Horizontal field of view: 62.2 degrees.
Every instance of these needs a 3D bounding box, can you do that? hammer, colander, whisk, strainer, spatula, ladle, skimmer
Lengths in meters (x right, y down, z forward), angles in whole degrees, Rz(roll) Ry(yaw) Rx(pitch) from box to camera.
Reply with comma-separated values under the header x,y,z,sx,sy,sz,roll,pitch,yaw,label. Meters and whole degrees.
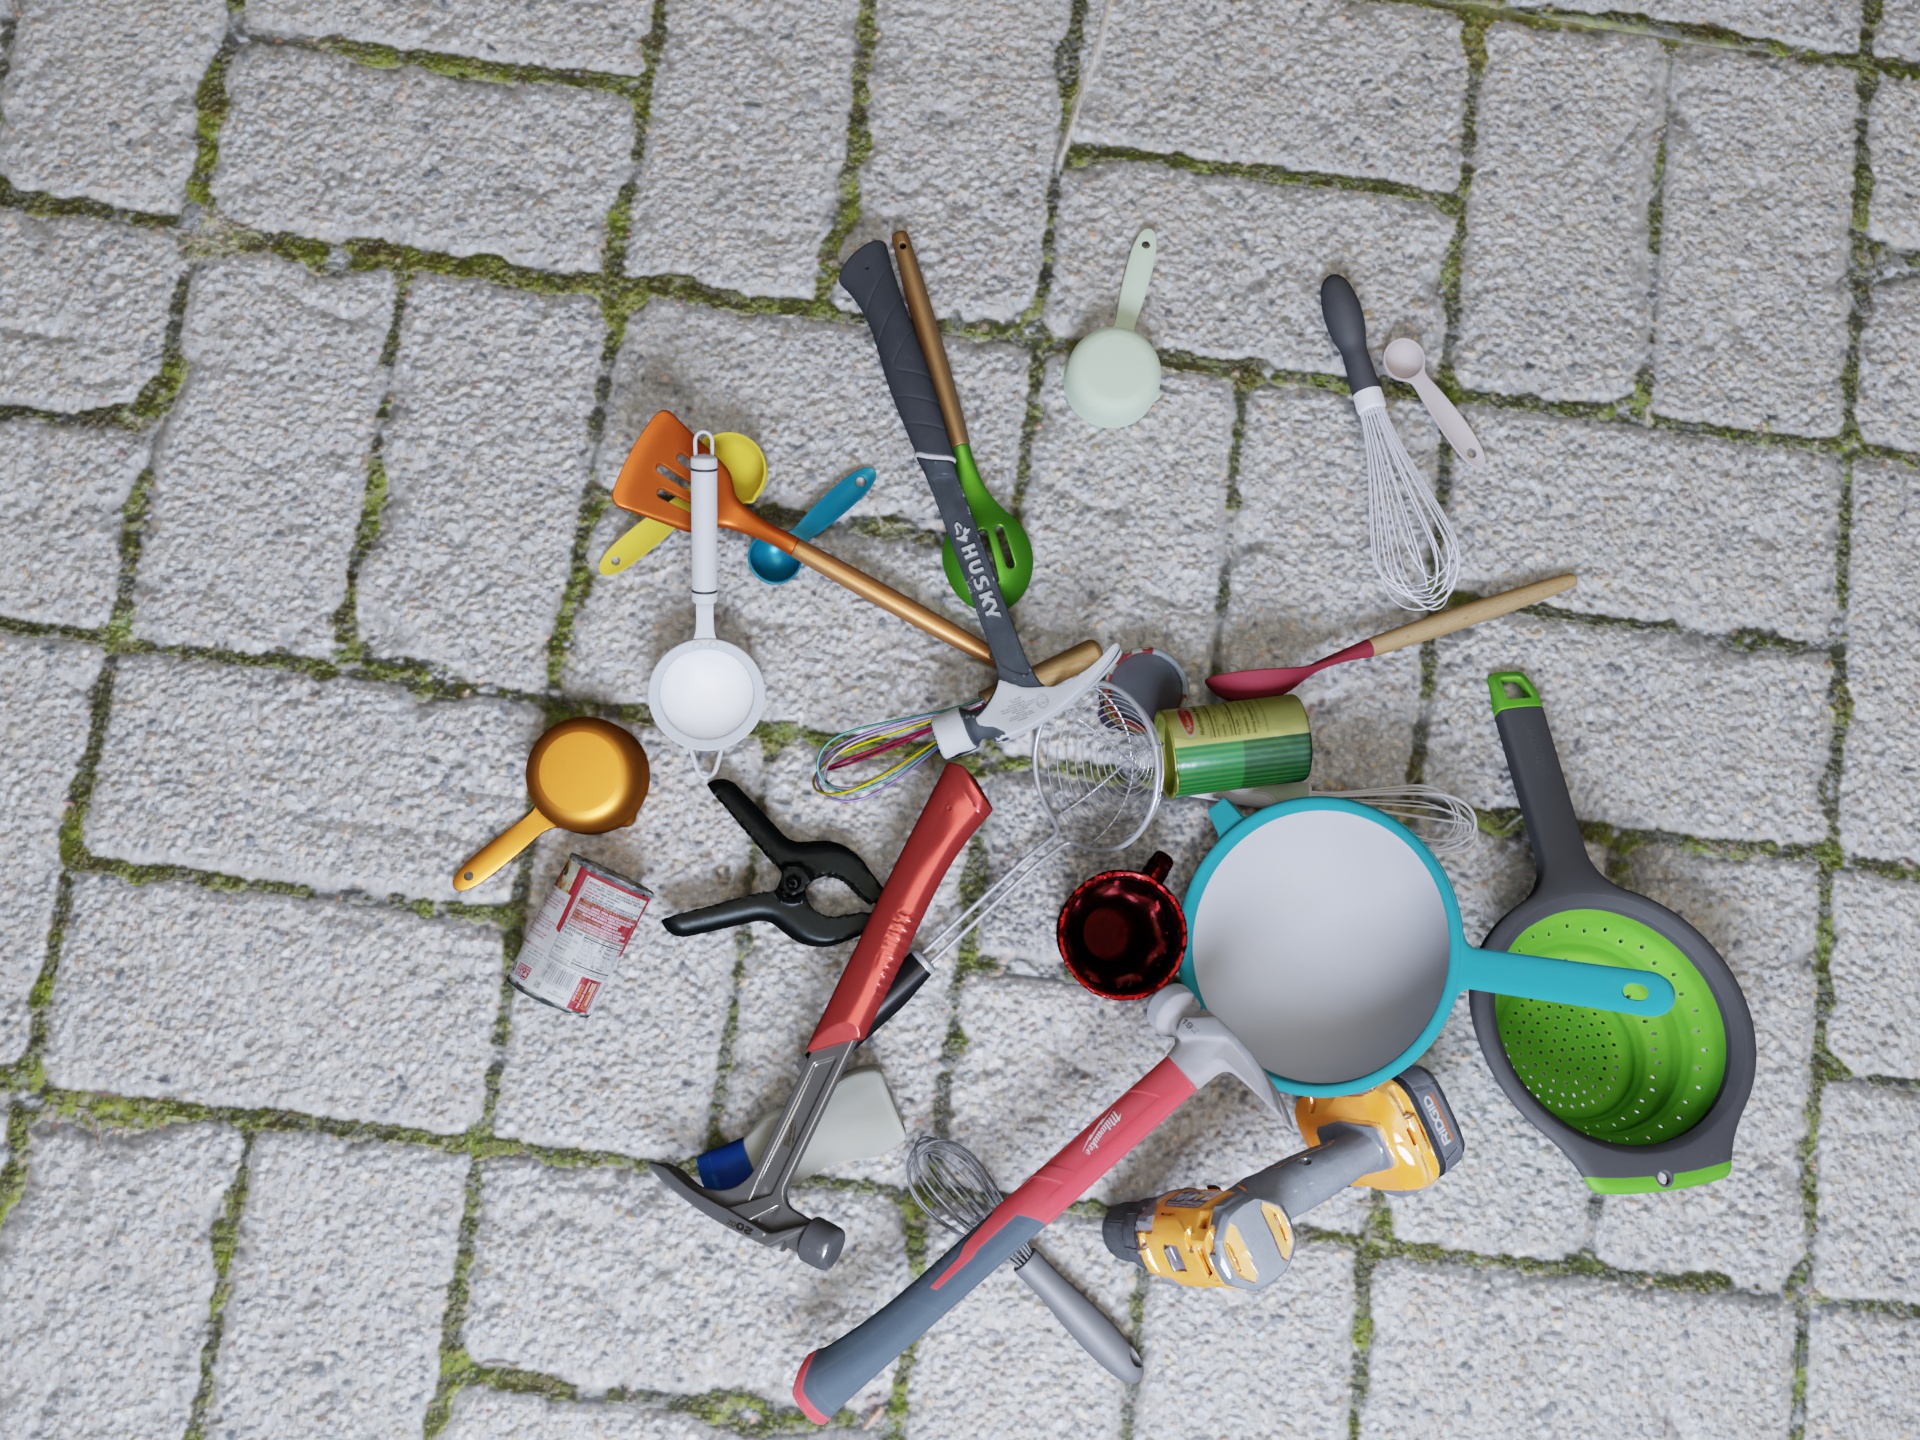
x,y,z,sx,sy,sz,roll,pitch,yaw,label
-0.008,-0.183,1.198,0.149,0.036,0.409,-21,76,6,hammer
0.048,0.348,1.081,0.386,0.143,0.038,-41,126,-4,hammer
0.447,0.156,1.193,0.204,0.094,0.397,-4,65,-8,colander
-0.003,-0.005,1.208,0.245,0.047,0.051,-26,97,-10,whisk
0.271,0.062,1.209,0.246,0.057,0.059,9,46,3,whisk
-0.187,-0.085,1.172,0.087,0.050,0.258,0,110,-9,strainer
0.328,-0.220,1.243,0.070,0.070,0.285,-13,79,-4,whisk
-0.081,0.193,1.135,0.149,0.036,0.359,22,80,20,hammer
-0.103,-0.120,1.199,0.322,0.041,0.081,29,84,-7,spatula
0.337,-0.064,1.227,0.315,0.069,0.031,-18,86,-11,ladle
0.324,0.169,1.118,0.340,0.095,0.211,4,81,33,strainer
0.048,0.395,1.157,0.055,0.055,0.239,-44,90,-7,whisk
0.006,0.124,1.166,0.363,0.090,0.127,-43,54,-4,skimmer

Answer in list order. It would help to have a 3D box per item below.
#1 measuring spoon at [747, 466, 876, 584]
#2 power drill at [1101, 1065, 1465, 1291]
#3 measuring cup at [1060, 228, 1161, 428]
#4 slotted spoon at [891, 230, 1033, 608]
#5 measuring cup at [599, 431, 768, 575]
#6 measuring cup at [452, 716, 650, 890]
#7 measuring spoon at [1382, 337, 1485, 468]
x,y,z,sx,sy,sz,roll,pitch,yaw,label
-0.113,-0.152,1.235,0.128,0.021,0.042,-44,91,-16,measuring spoon
0.218,0.327,1.123,0.226,0.185,0.084,-22,85,-28,power drill
0.131,-0.314,1.251,0.083,0.038,0.167,15,84,-1,measuring cup
-0.009,-0.237,1.243,0.070,0.031,0.314,-15,82,-1,slotted spoon
-0.215,-0.162,1.229,0.156,0.029,0.062,-37,91,5,measuring cup
-0.310,0.067,1.176,0.173,0.052,0.095,-40,86,-9,measuring cup
0.378,-0.251,1.271,0.034,0.018,0.124,-37,93,-7,measuring spoon
